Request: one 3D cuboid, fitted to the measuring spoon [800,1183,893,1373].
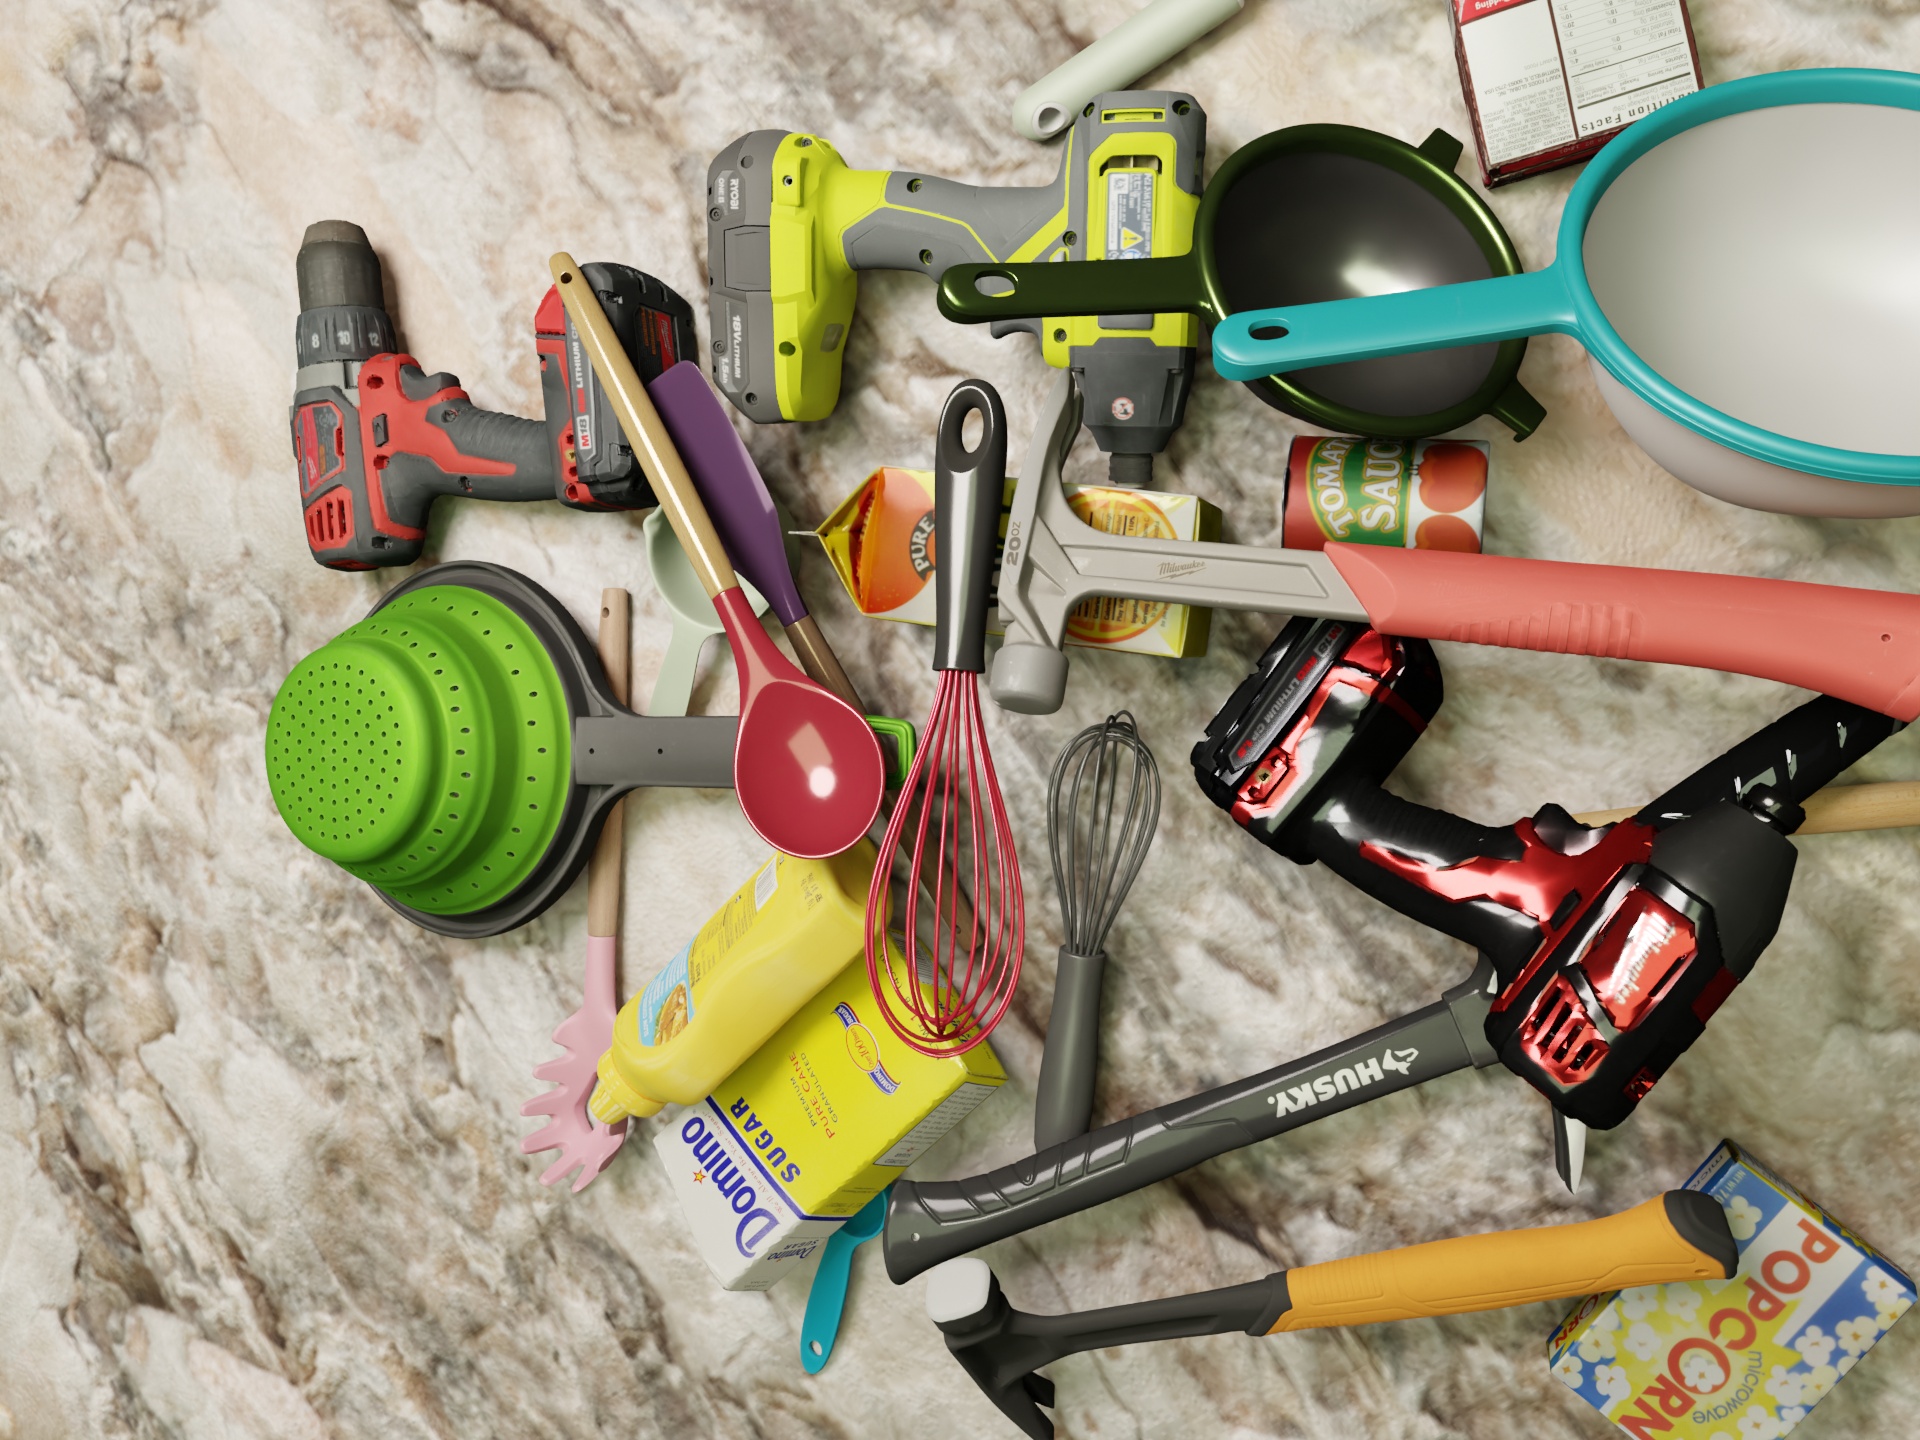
[{"bbox_3d":[-0.060,0.281,0.822,0.042,0.021,0.128,24,109,28],"label":"measuring spoon"}]

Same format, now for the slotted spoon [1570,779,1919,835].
[{"bbox_3d":[0.407,0.030,0.649,0.314,0.031,0.070,-7,82,20],"label":"slotted spoon"}]

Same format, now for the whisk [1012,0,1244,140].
[{"bbox_3d":[0.128,-0.338,0.718,0.246,0.057,0.059,-28,49,20],"label":"whisk"}]

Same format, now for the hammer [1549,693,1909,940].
[{"bbox_3d":[0.383,-0.026,0.632,0.409,0.036,0.149,-38,77,12],"label":"hammer"}]

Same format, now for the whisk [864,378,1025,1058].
[{"bbox_3d":[-0.001,-0.002,0.692,0.073,0.073,0.296,2,87,18],"label":"whisk"}]

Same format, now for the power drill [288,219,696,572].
[{"bbox_3d":[-0.256,-0.182,0.833,0.227,0.080,0.188,-5,91,21],"label":"power drill"}]

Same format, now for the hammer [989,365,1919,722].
[{"bbox_3d":[0.192,-0.057,0.620,0.359,0.036,0.149,7,75,19],"label":"hammer"}]

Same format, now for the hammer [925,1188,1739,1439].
[{"bbox_3d":[0.160,0.257,0.698,0.337,0.034,0.127,-16,127,18],"label":"hammer"}]

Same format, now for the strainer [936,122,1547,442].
[{"bbox_3d":[0.110,-0.170,0.671,0.256,0.069,0.152,-6,72,-14],"label":"strainer"}]

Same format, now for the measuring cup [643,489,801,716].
[{"bbox_3d":[-0.131,-0.047,0.822,0.083,0.038,0.167,27,115,13],"label":"measuring cup"}]

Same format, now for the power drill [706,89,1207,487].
[{"bbox_3d":[0.000,-0.198,0.745,0.223,0.080,0.171,4,103,15],"label":"power drill"}]

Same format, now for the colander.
[{"bbox_3d":[-0.214,0.015,0.788,0.397,0.094,0.204,0,90,26],"label":"colander"}]

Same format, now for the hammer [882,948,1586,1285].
[{"bbox_3d":[0.117,0.189,0.725,0.335,0.035,0.146,-24,85,9],"label":"hammer"}]

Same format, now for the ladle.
[{"bbox_3d":[-0.120,-0.080,0.732,0.069,0.031,0.315,-27,82,1],"label":"ladle"}]

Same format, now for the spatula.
[{"bbox_3d":[-0.069,-0.025,0.773,0.060,0.018,0.316,-23,99,41],"label":"spatula"}]

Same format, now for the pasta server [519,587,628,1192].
[{"bbox_3d":[-0.194,0.088,0.843,0.060,0.040,0.316,4,93,27],"label":"pasta server"}]

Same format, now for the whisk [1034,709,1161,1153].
[{"bbox_3d":[0.060,0.112,0.757,0.055,0.055,0.239,9,100,17],"label":"whisk"}]

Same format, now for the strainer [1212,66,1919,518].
[{"bbox_3d":[0.271,-0.140,0.620,0.340,0.095,0.211,-6,57,7],"label":"strainer"}]

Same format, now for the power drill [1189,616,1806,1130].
[{"bbox_3d":[0.213,0.041,0.641,0.220,0.078,0.143,42,99,36],"label":"power drill"}]
